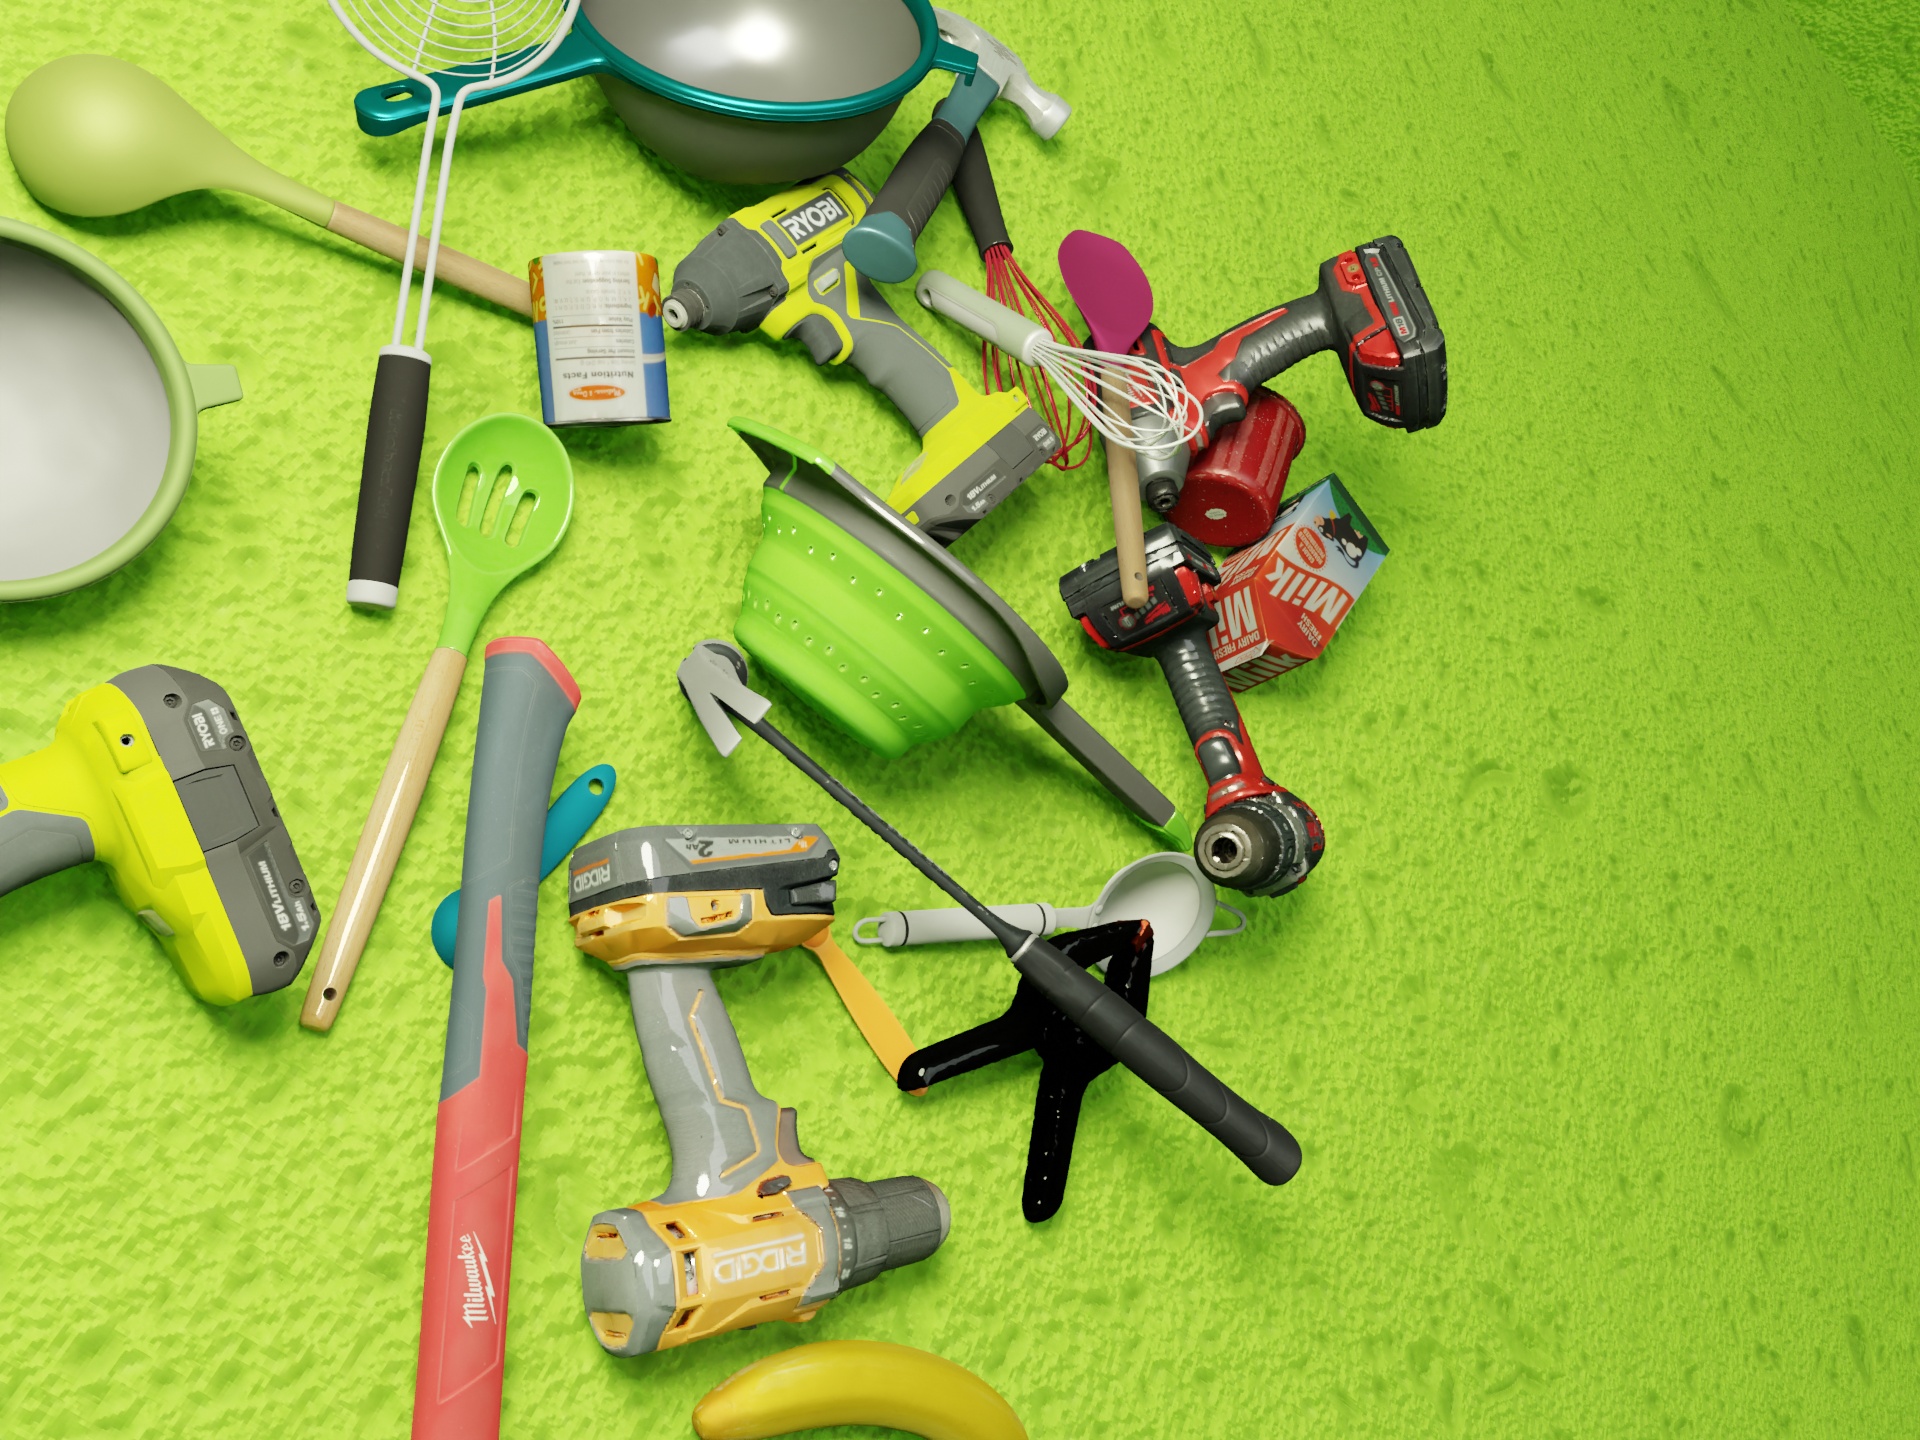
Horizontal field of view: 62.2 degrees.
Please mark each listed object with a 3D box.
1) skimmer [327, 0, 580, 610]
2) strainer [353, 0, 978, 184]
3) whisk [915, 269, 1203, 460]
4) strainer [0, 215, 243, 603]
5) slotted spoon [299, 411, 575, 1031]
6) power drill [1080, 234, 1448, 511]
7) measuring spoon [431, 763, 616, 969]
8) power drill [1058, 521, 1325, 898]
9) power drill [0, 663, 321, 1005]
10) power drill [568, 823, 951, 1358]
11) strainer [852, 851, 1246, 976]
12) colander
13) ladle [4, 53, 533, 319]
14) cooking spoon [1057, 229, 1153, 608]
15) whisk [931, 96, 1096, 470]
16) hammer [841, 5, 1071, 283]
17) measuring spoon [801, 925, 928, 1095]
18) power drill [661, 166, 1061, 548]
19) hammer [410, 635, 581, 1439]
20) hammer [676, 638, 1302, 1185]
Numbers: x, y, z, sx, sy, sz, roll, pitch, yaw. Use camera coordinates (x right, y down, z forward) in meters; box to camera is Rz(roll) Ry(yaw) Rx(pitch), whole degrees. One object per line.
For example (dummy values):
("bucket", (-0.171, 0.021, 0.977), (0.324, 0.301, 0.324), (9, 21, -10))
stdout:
("skimmer", (-0.253, -0.235, 0.732), (0.127, 0.090, 0.363), (6, 82, -8))
("strainer", (-0.172, -0.350, 0.894), (0.340, 0.095, 0.211), (-29, 64, -28))
("whisk", (0.052, -0.222, 0.964), (0.059, 0.057, 0.247), (-35, 51, -20))
("strainer", (-0.411, -0.073, 0.620), (0.151, 0.069, 0.256), (33, 71, -34))
("slotted spoon", (-0.246, -0.009, 0.737), (0.070, 0.031, 0.314), (26, 59, -27))
("power drill", (0.194, -0.219, 1.032), (0.078, 0.219, 0.143), (60, 17, -57))
("measuring spoon", (-0.197, 0.064, 0.745), (0.042, 0.021, 0.129), (44, 52, -15))
("power drill", (0.142, 0.001, 0.950), (0.227, 0.080, 0.187), (67, 18, 10))
("power drill", (-0.361, 0.090, 0.570), (0.228, 0.080, 0.190), (-26, 99, -39))
("power drill", (-0.092, 0.166, 0.751), (0.185, 0.084, 0.226), (3, 74, -40))
("strainer", (0.052, 0.111, 0.910), (0.258, 0.050, 0.086), (1, 113, -32))
("colander", (-0.001, -0.003, 0.880), (0.094, 0.205, 0.396), (-52, 127, -4))
("ladle", (-0.294, -0.236, 0.793), (0.320, 0.062, 0.078), (16, 65, -40))
("cooking spoon", (0.096, -0.197, 0.985), (0.068, 0.017, 0.319), (12, 53, -18))
("whisk", (0.029, -0.295, 1.056), (0.073, 0.073, 0.296), (-1, 66, -38))
("hammer", (-0.011, -0.363, 1.006), (0.128, 0.033, 0.331), (36, 40, -16))
("measuring spoon", (-0.052, 0.150, 0.834), (0.021, 0.011, 0.117), (-39, 101, -32))
("power drill", (-0.060, -0.205, 0.935), (0.223, 0.080, 0.171), (49, 49, -6))
("hammer", (-0.215, 0.149, 0.666), (0.143, 0.038, 0.386), (11, 71, -33))
("hammer", (0.021, 0.104, 0.795), (0.408, 0.149, 0.036), (41, 89, -12))
